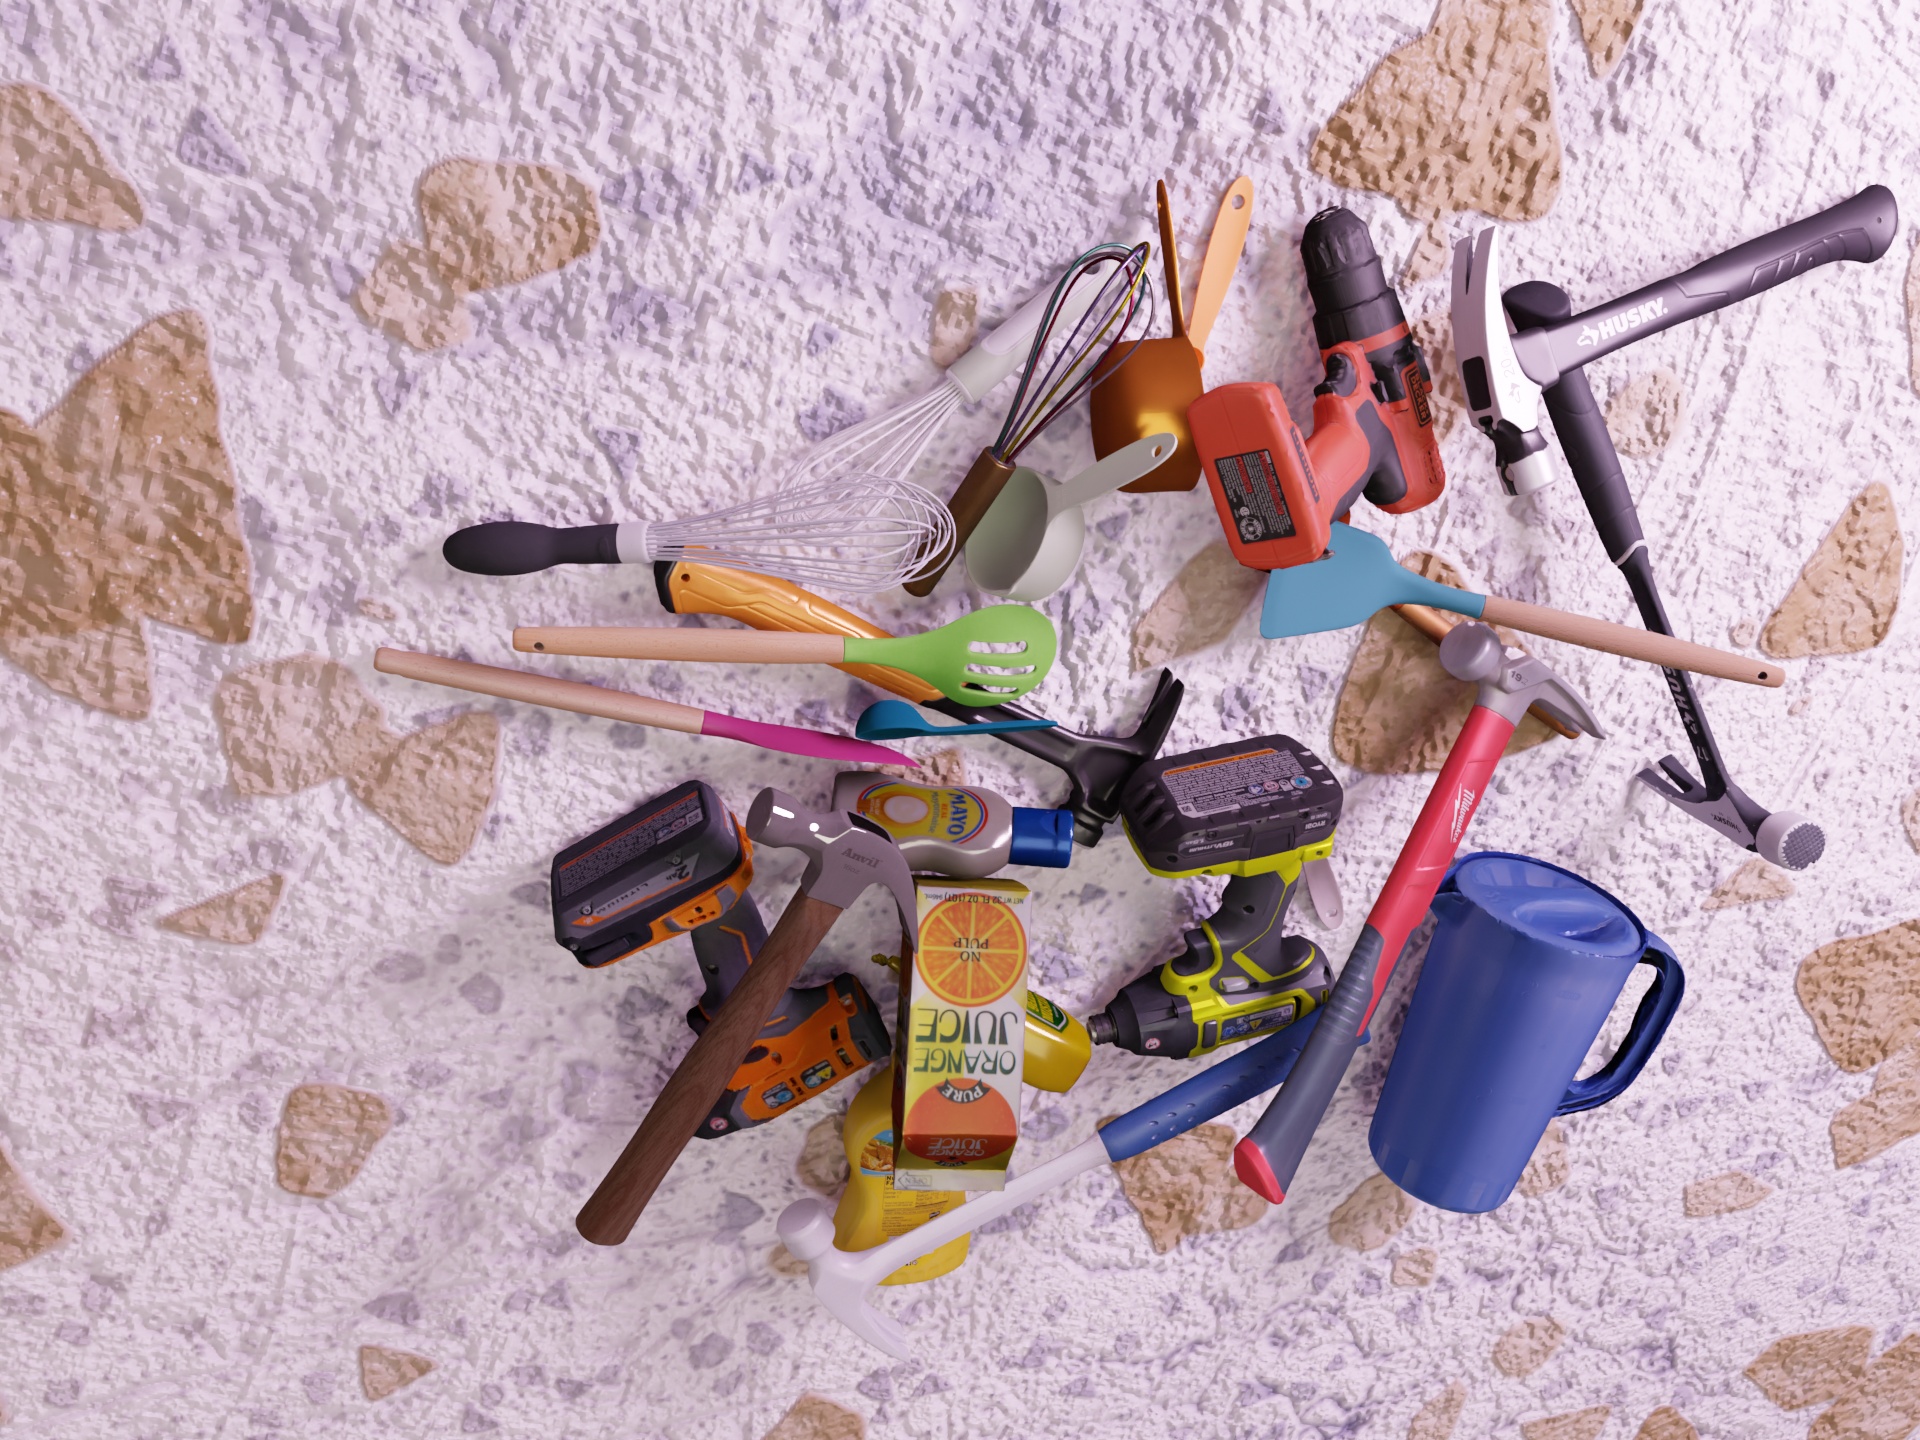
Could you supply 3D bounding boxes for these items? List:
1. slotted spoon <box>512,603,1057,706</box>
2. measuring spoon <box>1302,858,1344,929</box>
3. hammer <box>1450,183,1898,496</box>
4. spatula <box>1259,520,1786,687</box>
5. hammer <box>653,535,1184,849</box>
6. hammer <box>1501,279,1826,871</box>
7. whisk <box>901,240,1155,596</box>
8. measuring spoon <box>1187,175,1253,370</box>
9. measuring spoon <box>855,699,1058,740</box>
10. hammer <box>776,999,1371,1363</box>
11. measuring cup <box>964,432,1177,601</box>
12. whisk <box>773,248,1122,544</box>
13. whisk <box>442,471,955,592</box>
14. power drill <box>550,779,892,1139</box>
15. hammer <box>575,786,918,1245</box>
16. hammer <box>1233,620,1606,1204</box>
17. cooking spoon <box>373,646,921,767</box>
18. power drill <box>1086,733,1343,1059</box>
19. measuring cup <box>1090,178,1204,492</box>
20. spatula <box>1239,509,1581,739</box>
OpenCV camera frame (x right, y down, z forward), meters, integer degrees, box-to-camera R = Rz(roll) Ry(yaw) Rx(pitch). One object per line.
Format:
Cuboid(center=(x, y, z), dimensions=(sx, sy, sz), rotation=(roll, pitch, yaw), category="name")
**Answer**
Cuboid(center=(-0.093, -0.039, 0.908), dimensions=(0.313, 0.031, 0.070), rotation=(2, 123, -13), category="slotted spoon")
Cuboid(center=(0.244, 0.099, 1.103), dimensions=(0.034, 0.018, 0.124), rotation=(-26, 124, -1), category="measuring spoon")
Cuboid(center=(0.431, -0.258, 0.944), dimensions=(0.335, 0.035, 0.146), rotation=(-24, 99, -18), category="hammer")
Cuboid(center=(0.344, -0.059, 0.969), dimensions=(0.317, 0.044, 0.082), rotation=(13, 109, 4), category="spatula")
Cuboid(center=(-0.025, -0.034, 0.960), dimensions=(0.336, 0.034, 0.127), rotation=(24, 106, -23), category="hammer")
Cuboid(center=(0.434, -0.092, 1.021), dimensions=(0.036, 0.149, 0.408), rotation=(-30, 108, -4), category="hammer")
Cuboid(center=(0.033, -0.163, 0.886), dimensions=(0.051, 0.047, 0.245), rotation=(8, 130, -40), category="whisk")
Cuboid(center=(0.146, -0.257, 0.924), dimensions=(0.021, 0.011, 0.117), rotation=(11, 106, -19), category="measuring spoon")
Cuboid(center=(-0.002, -0.003, 0.950), dimensions=(0.128, 0.042, 0.021), rotation=(-2, 80, -21), category="measuring spoon")
Cuboid(center=(0.088, 0.294, 1.064), dimensions=(0.405, 0.035, 0.144), rotation=(-27, 116, -2), category="hammer")
Cuboid(center=(0.069, -0.118, 0.891), dimensions=(0.038, 0.083, 0.167), rotation=(16, 153, -38), category="measuring cup")
Cuboid(center=(-0.007, -0.183, 0.896), dimensions=(0.246, 0.058, 0.059), rotation=(-40, 151, 0), category="whisk")
Cuboid(center=(-0.144, -0.098, 0.858), dimensions=(0.284, 0.070, 0.070), rotation=(-1, 115, 7), category="whisk")
Cuboid(center=(-0.161, 0.165, 0.987), dimensions=(0.164, 0.084, 0.226), rotation=(-29, 121, 0), category="power drill")
Cuboid(center=(-0.137, 0.190, 0.946), dimensions=(0.130, 0.031, 0.331), rotation=(23, 111, -29), category="hammer")
Cuboid(center=(0.290, 0.137, 1.030), dimensions=(0.143, 0.038, 0.386), rotation=(30, 86, -30), category="hammer")
Cuboid(center=(-0.176, -0.004, 0.928), dimensions=(0.318, 0.069, 0.017), rotation=(11, 91, -14), category="cooking spoon")
Cuboid(center=(0.166, 0.128, 1.044), dimensions=(0.171, 0.080, 0.223), rotation=(-11, 127, -12), category="power drill")
Cuboid(center=(0.099, -0.214, 0.897), dimensions=(0.052, 0.095, 0.173), rotation=(-7, 99, -5), category="measuring cup")
Cuboid(center=(0.305, -0.063, 1.031), dimensions=(0.322, 0.041, 0.081), rotation=(31, 99, -25), category="spatula")
